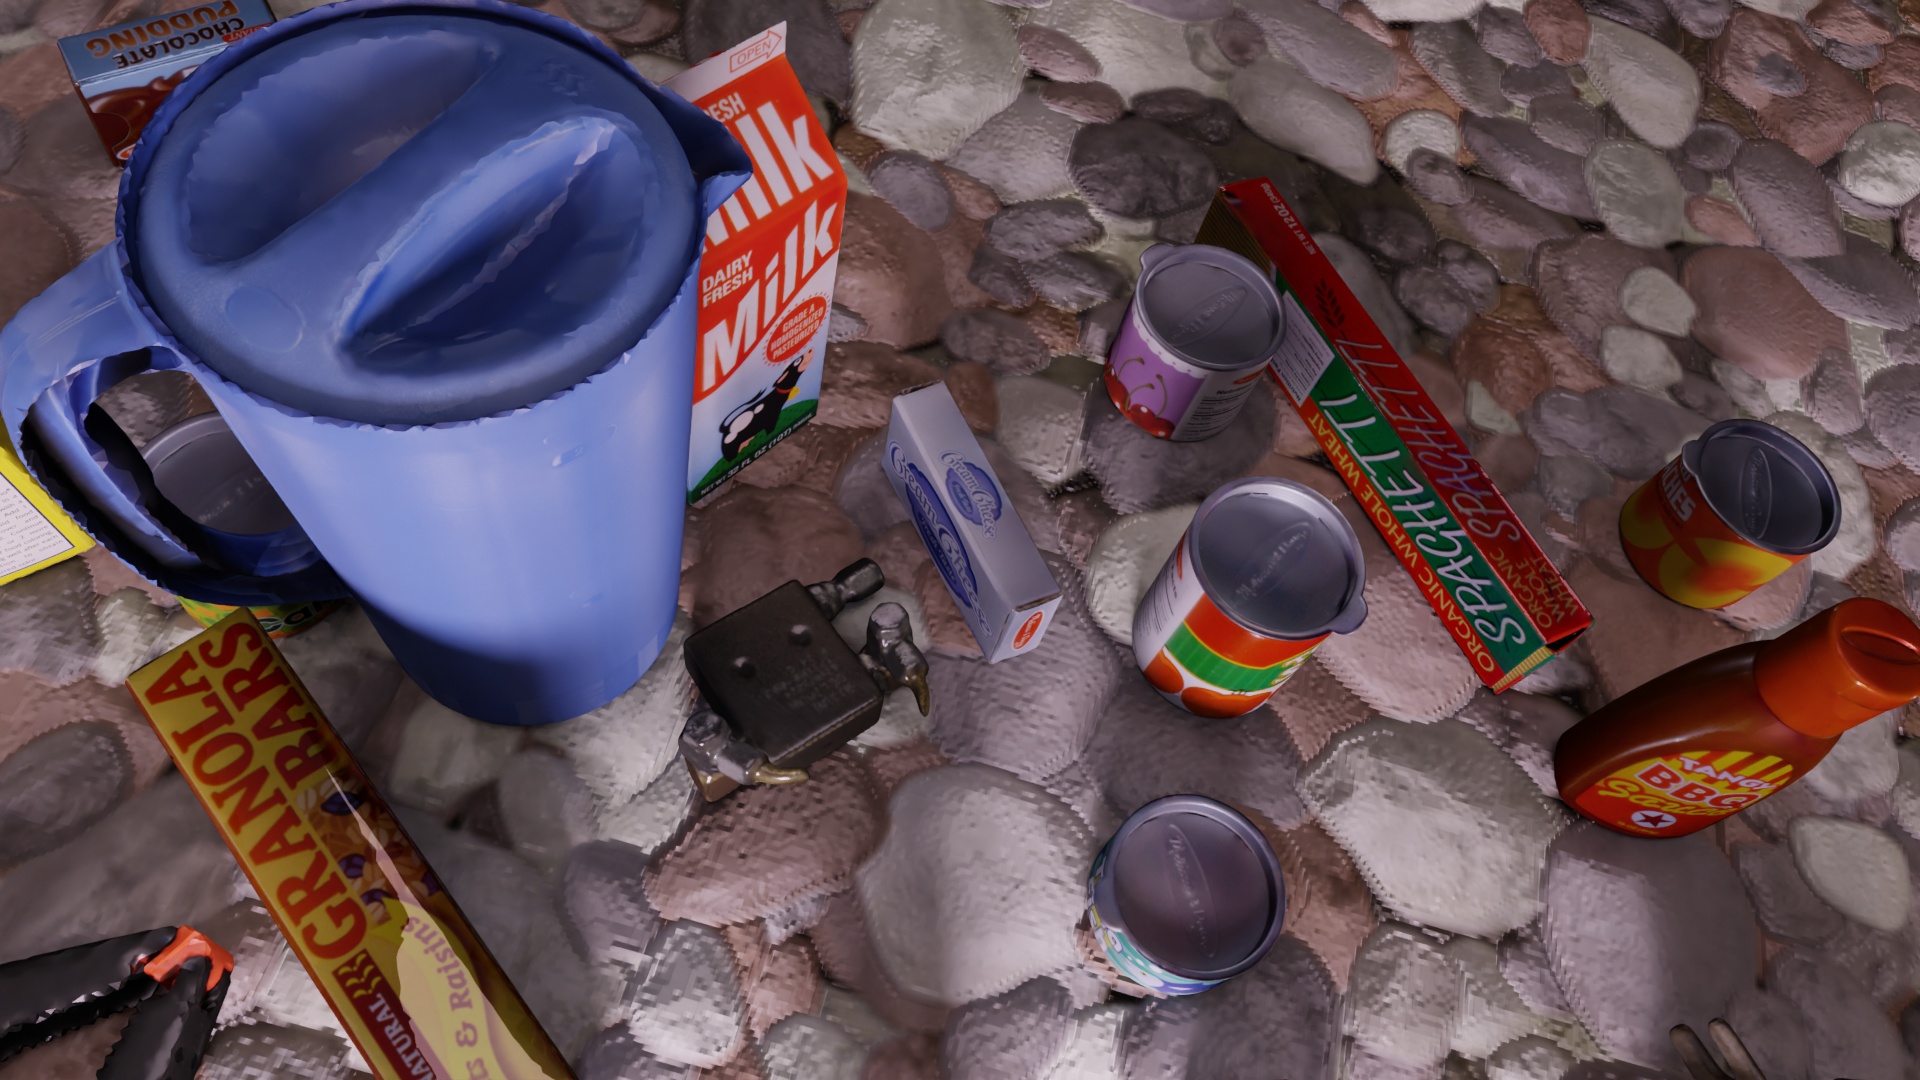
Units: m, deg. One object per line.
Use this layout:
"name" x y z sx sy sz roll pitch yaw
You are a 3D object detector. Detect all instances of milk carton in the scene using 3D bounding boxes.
"milk carton" -0.094 -0.101 0.504 0.073 0.189 0.072 44 64 13

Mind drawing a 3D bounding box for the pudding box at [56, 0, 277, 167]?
"pudding box" -0.330 -0.197 0.594 0.084 0.049 0.030 -26 70 -21

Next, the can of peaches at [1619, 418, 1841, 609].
"can of peaches" 0.332 -0.012 0.608 0.071 0.057 0.071 4 62 -8

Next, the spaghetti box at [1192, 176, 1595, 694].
"spaghetti box" 0.180 -0.051 0.606 0.029 0.050 0.251 -21 68 -20

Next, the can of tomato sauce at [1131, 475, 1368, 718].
"can of tomato sauce" 0.110 0.025 0.534 0.071 0.082 0.071 4 62 -8

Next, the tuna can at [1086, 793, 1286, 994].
"tuna can" 0.078 0.129 0.502 0.071 0.032 0.071 4 62 -8

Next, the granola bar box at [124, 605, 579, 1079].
"granola bar box" -0.171 0.114 0.413 0.039 0.123 0.166 -35 73 -24

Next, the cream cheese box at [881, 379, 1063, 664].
"cream cheese box" 0.002 -0.007 0.549 0.024 0.053 0.104 -21 68 -19

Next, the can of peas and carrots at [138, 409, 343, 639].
"can of peas and carrots" -0.254 -0.003 0.498 0.071 0.058 0.071 4 62 -8

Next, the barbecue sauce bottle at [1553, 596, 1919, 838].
"barbecue sauce bottle" 0.282 0.067 0.505 0.065 0.147 0.044 16 61 -1

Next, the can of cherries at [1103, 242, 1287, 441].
"can of cherries" 0.100 -0.087 0.607 0.071 0.058 0.072 4 62 -8
